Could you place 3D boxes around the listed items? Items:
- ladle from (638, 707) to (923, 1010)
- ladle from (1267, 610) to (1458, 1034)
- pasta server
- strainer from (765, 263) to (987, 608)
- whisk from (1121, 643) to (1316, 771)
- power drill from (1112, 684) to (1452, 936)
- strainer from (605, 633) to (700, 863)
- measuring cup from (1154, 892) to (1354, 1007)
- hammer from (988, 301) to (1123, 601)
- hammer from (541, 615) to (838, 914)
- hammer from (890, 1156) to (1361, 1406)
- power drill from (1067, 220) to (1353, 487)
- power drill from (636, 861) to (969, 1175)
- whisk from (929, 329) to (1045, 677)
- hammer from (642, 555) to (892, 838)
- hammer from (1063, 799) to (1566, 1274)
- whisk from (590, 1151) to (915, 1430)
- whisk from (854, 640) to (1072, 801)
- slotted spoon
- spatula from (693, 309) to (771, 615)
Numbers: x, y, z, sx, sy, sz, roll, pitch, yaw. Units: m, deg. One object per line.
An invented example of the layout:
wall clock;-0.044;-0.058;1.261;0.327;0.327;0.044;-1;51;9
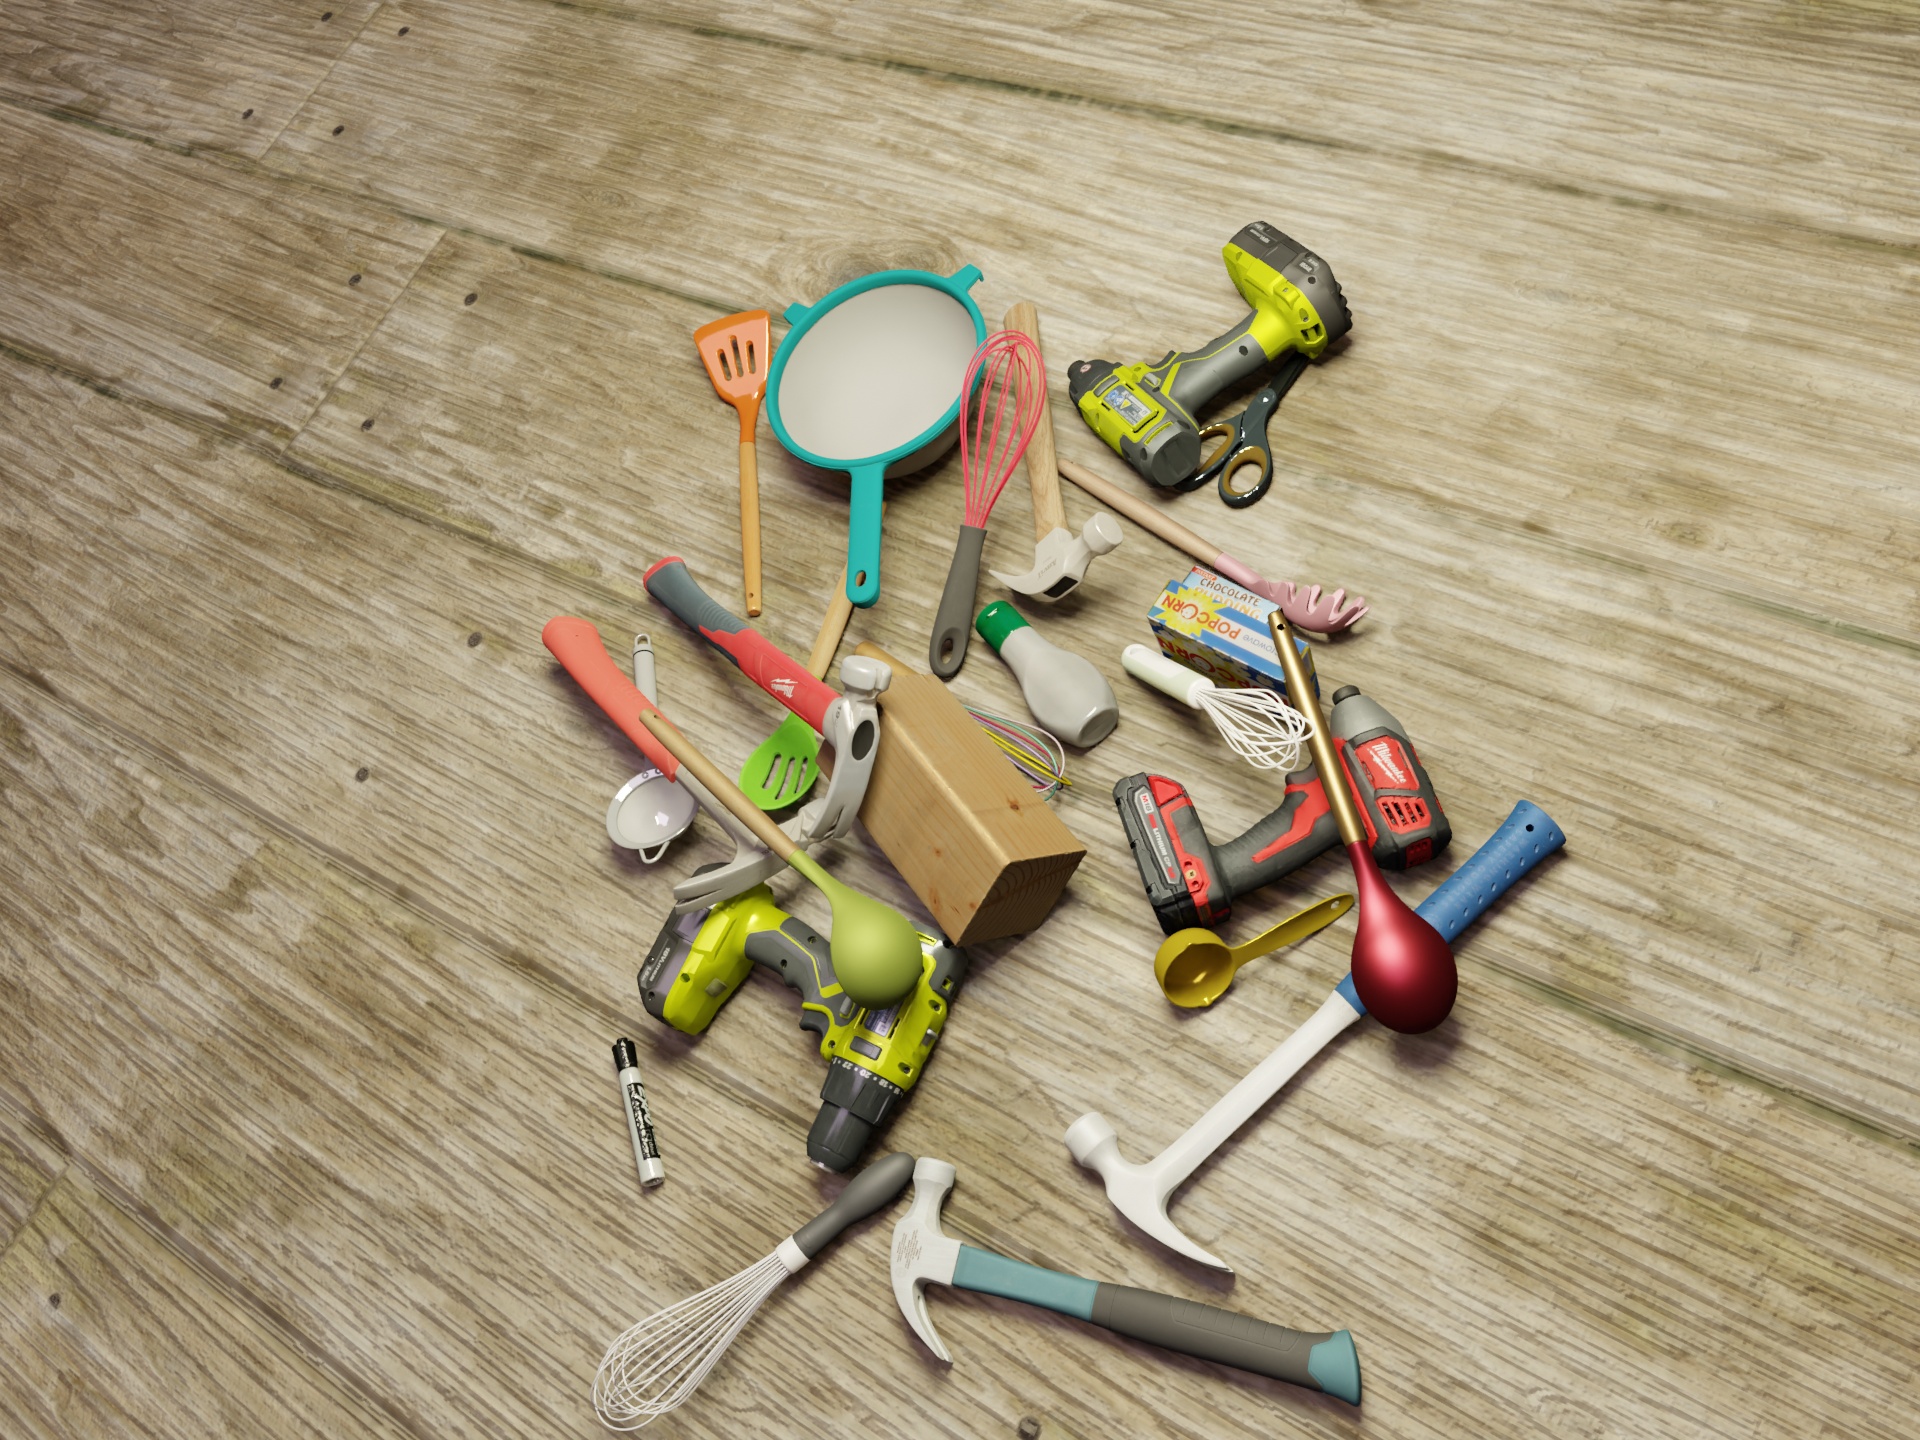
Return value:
ladle;-0.146;0.096;1.197;0.320;0.078;0.062;40;119;26
ladle;0.268;0.062;1.107;0.069;0.031;0.316;-16;68;2
pasta server;0.196;-0.151;1.308;0.316;0.060;0.040;37;115;33
strainer;-0.064;-0.237;1.411;0.211;0.095;0.341;-7;65;19
whisk;0.183;-0.018;1.186;0.058;0.059;0.246;-23;24;-15
power drill;0.232;0.064;1.169;0.219;0.078;0.143;-20;61;6
strainer;-0.267;0.024;1.384;0.087;0.050;0.259;-16;55;6
measuring cup;0.211;0.156;1.152;0.156;0.062;0.029;-24;31;-8
hammer;0.066;-0.240;1.379;0.130;0.031;0.332;-40;42;38
hammer;-0.260;0.019;1.326;0.149;0.036;0.359;-27;49;-29
hammer;0.105;0.394;1.072;0.331;0.033;0.128;7;67;22
power drill;0.204;-0.317;1.361;0.223;0.080;0.171;-39;47;2
power drill;-0.128;0.220;1.217;0.229;0.080;0.191;20;72;24
whisk;0.016;-0.180;1.330;0.073;0.073;0.296;14;93;25
hammer;-0.179;-0.042;1.326;0.387;0.038;0.143;35;115;49
hammer;0.266;0.209;1.106;0.405;0.035;0.144;-42;59;-4
whisk;-0.146;0.406;1.146;0.284;0.070;0.070;-37;59;-6
whisk;-0.001;-0.003;1.306;0.047;0.051;0.245;-17;40;-43
slotted spoon;-0.117;-0.059;1.380;0.070;0.031;0.314;9;66;23
spatula;-0.204;-0.243;1.493;0.081;0.041;0.323;-13;62;12
